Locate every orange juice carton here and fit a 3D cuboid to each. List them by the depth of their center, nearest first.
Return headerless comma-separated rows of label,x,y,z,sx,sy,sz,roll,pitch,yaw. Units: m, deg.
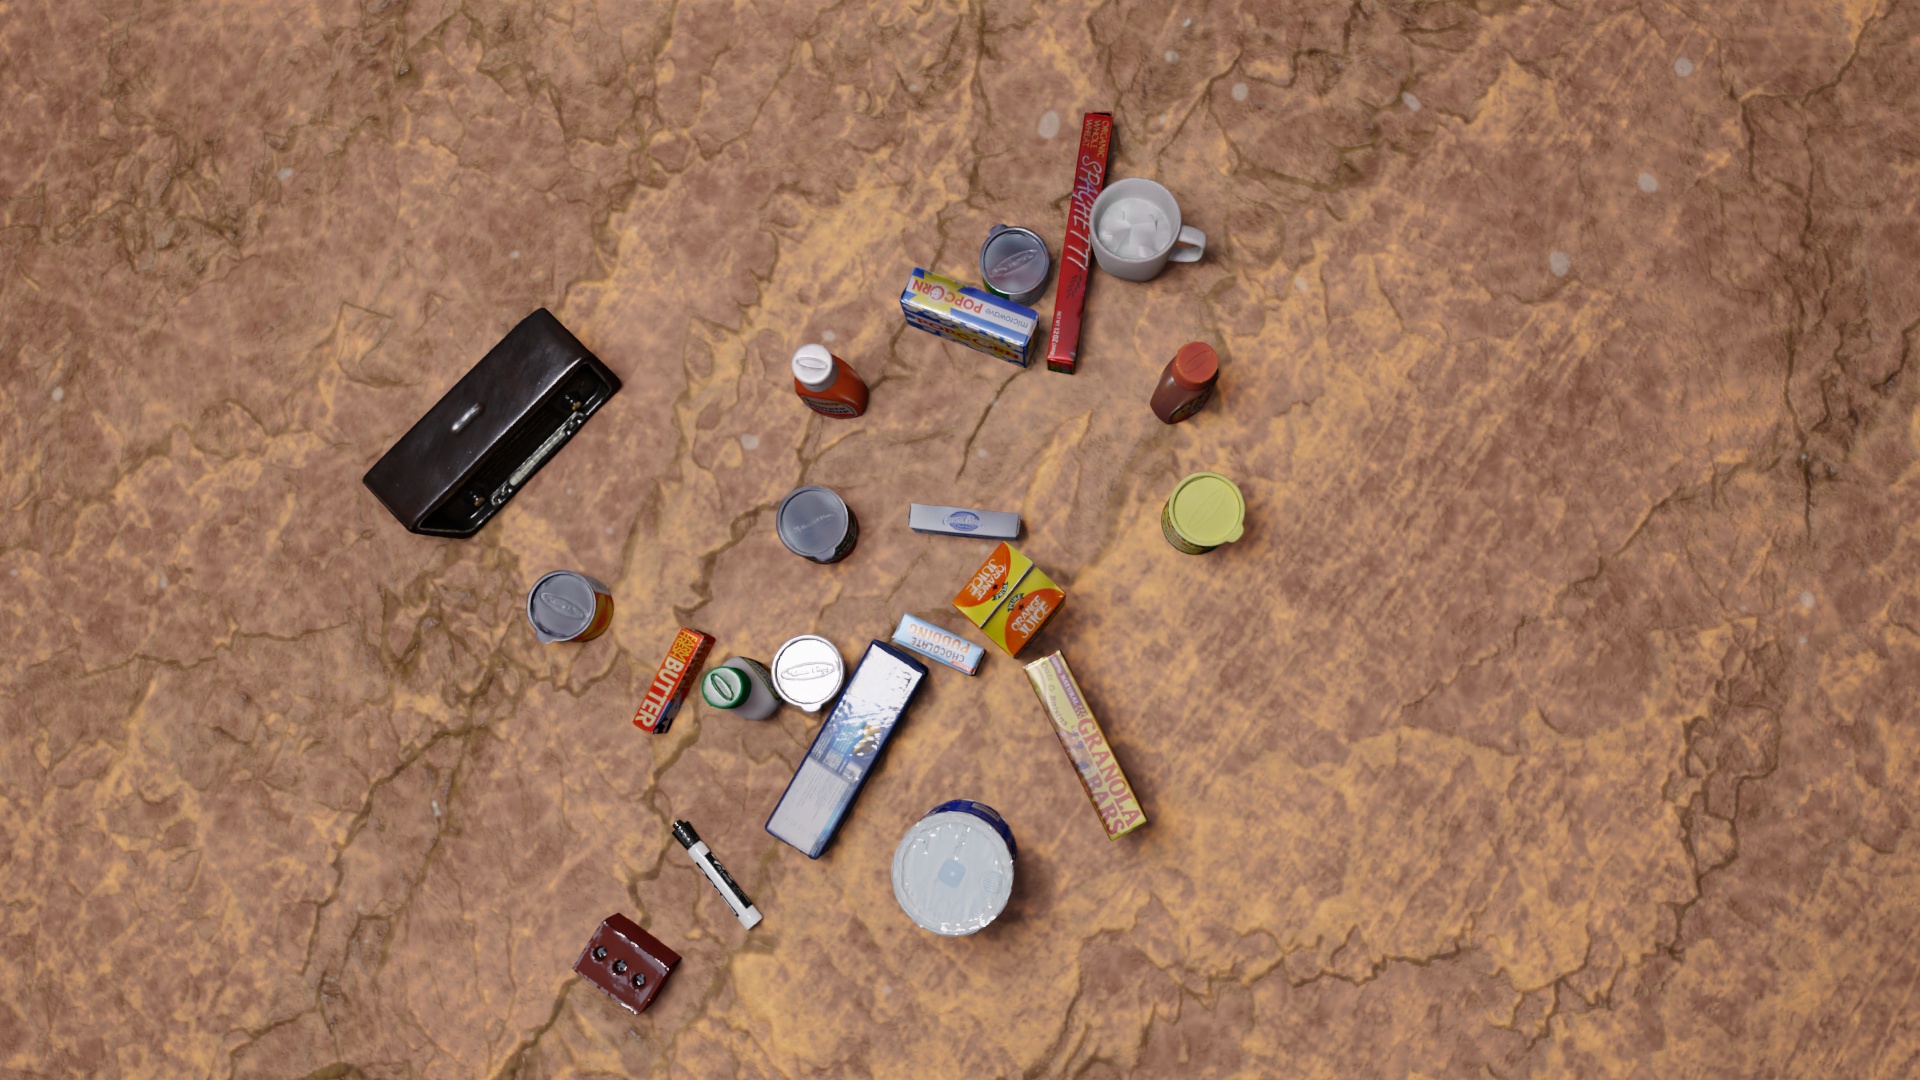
orange juice carton,0.044,0.054,1.225,0.073,0.192,0.072,41,88,7

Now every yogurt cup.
yogurt cup,-0.139,0.122,1.299,0.072,0.054,0.072,0,84,4

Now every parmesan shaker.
parmesan shaker,0.221,-0.021,1.269,0.071,0.103,0.071,0,84,4

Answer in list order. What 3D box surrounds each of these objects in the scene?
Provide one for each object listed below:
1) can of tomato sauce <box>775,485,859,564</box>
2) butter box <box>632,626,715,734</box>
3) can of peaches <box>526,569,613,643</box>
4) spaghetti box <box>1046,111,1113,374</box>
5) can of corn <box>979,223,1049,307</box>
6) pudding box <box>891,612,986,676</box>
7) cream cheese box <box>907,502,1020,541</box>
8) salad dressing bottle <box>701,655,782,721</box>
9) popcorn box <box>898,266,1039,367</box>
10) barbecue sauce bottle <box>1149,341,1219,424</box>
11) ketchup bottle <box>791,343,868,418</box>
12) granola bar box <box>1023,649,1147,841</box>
can of tomato sauce,-0.131,-0.012,1.299,0.071,0.083,0.071,0,84,4
butter box,-0.269,0.131,1.306,0.024,0.053,0.103,27,86,6
can of peaches,-0.371,0.065,1.317,0.071,0.058,0.071,0,84,4
spaghetti box,0.115,-0.286,1.333,0.029,0.050,0.250,9,84,5
can of corn,0.051,-0.262,1.330,0.071,0.058,0.071,0,84,4
pudding box,-0.020,0.097,1.296,0.084,0.049,0.030,24,86,6
cream cheese box,0.005,-0.016,1.306,0.104,0.053,0.024,5,84,4
salad dressing bottle,-0.198,0.133,1.254,0.044,0.147,0.064,-39,83,-1
popcorn box,0.011,-0.210,1.312,0.127,0.085,0.038,21,86,6
barbecue sauce bottle,0.207,-0.146,1.261,0.065,0.148,0.044,-39,83,-1
ketchup bottle,-0.125,-0.148,1.281,0.065,0.148,0.043,10,85,5
granola bar box,0.110,0.179,1.241,0.039,0.124,0.165,-27,83,1
